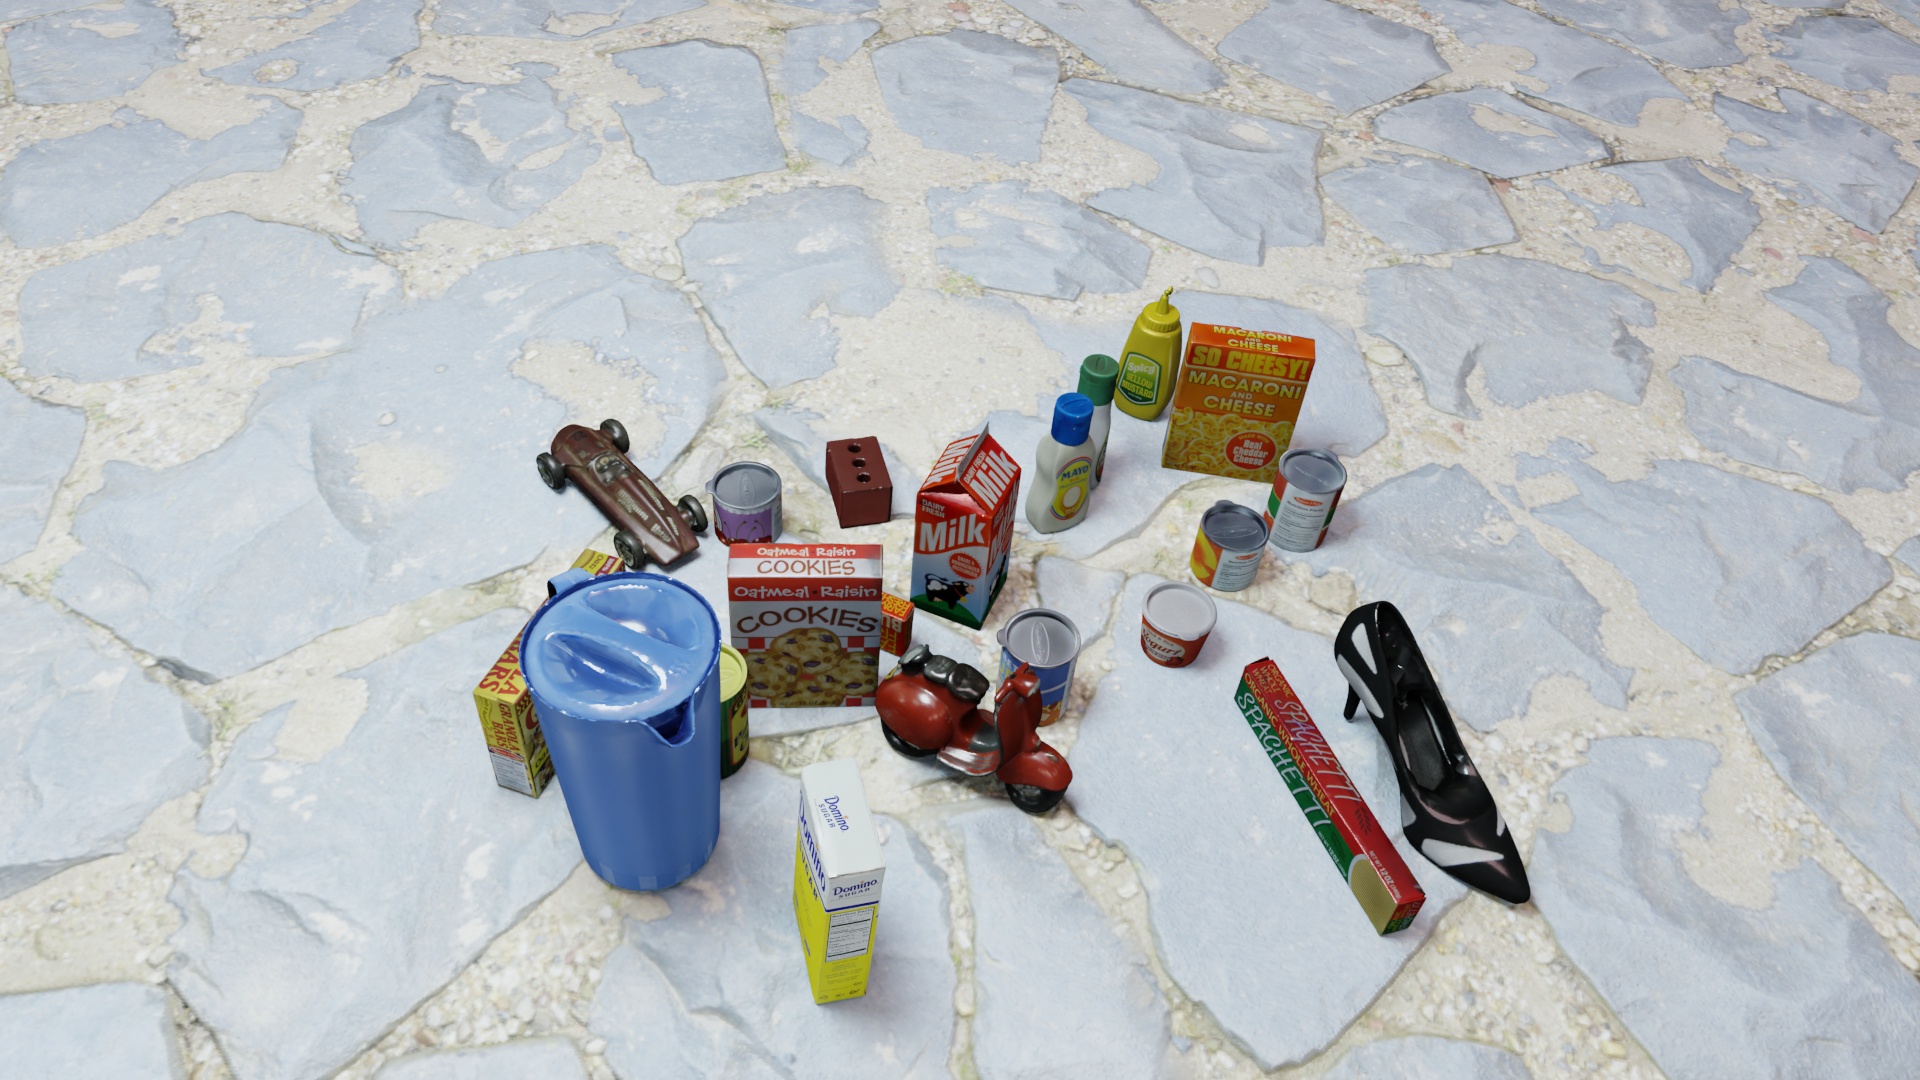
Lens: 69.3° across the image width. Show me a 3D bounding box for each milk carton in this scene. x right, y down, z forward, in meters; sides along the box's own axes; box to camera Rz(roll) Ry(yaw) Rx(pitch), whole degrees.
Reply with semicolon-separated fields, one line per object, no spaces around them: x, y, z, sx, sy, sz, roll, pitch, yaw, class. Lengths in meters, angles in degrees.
0.004;-0.016;1.236;0.073;0.189;0.073;19;46;13;milk carton

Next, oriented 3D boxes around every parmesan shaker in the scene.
-0.204;0.137;1.122;0.071;0.102;0.072;3;45;-3;parmesan shaker

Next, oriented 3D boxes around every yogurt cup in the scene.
0.194;0.078;1.259;0.072;0.053;0.073;3;45;-3;yogurt cup

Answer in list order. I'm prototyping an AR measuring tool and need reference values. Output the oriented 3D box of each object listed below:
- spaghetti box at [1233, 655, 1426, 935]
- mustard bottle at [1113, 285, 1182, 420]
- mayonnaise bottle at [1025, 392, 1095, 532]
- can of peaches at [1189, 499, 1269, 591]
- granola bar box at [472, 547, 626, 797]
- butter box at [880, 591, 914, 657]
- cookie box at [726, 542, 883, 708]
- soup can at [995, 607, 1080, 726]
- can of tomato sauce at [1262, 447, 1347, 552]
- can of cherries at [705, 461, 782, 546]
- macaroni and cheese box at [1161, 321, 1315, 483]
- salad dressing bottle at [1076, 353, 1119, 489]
0.298;0.204;1.147;0.029;0.049;0.251;-11;47;-17;spaghetti box
0.202;-0.201;1.466;0.065;0.159;0.049;24;47;17;mustard bottle
0.100;-0.074;1.336;0.065;0.147;0.041;-19;50;-23;mayonnaise bottle
0.258;0.005;1.337;0.071;0.057;0.071;3;45;-3;can of peaches
-0.322;0.106;1.125;0.039;0.123;0.166;17;46;10;granola bar box
-0.092;0.063;1.244;0.103;0.052;0.024;21;47;14;butter box
-0.128;0.072;1.150;0.123;0.166;0.040;0;45;-6;cookie box
0.063;0.109;1.193;0.071;0.083;0.072;3;45;-3;soup can
0.339;-0.041;1.374;0.071;0.082;0.071;3;45;-3;can of tomato sauce
-0.206;-0.033;1.324;0.071;0.058;0.072;3;45;-3;can of cherries
0.278;-0.138;1.406;0.124;0.165;0.040;8;45;2;macaroni and cheese box
0.129;-0.117;1.382;0.044;0.146;0.064;11;45;5;salad dressing bottle
